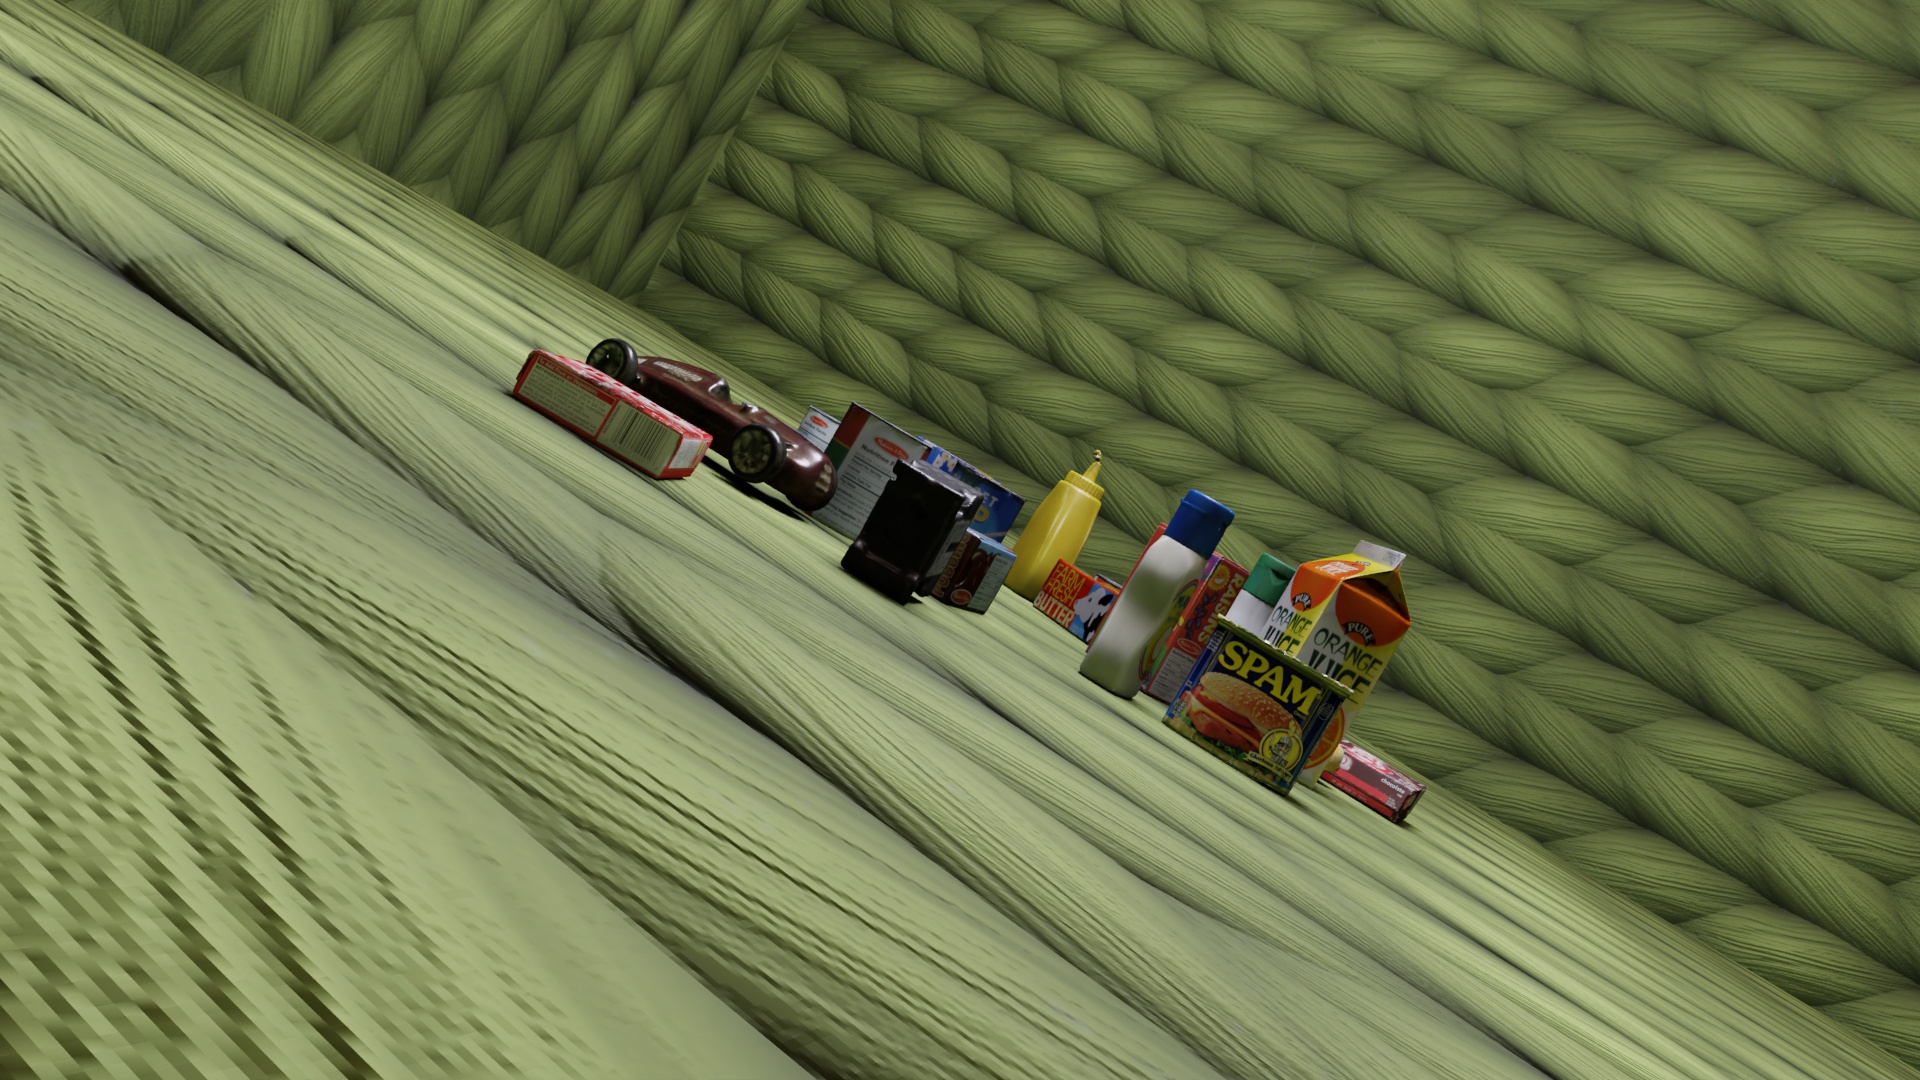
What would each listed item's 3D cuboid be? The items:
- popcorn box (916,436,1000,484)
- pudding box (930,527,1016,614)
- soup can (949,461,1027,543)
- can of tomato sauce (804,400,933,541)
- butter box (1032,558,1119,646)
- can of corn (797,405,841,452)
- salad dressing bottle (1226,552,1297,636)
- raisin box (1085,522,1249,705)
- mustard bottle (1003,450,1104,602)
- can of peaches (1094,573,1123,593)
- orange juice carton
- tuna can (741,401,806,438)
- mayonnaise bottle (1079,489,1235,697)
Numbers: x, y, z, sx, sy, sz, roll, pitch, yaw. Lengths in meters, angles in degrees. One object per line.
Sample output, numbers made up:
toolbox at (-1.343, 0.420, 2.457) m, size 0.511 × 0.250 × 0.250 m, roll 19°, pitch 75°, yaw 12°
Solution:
popcorn box at (-0.021, -0.047, 1.434) m, size 0.038 × 0.085 × 0.126 m, roll 32°, pitch 3°, yaw 34°
pudding box at (0.004, 0.018, 0.928) m, size 0.030 × 0.049 × 0.083 m, roll 31°, pitch 3°, yaw 21°
soup can at (0.004, -0.014, 1.142) m, size 0.071 × 0.083 × 0.071 m, roll 30°, pitch 3°, yaw -1°
can of tomato sauce at (-0.068, -0.046, 0.978) m, size 0.071 × 0.083 × 0.071 m, roll 30°, pitch 3°, yaw -1°
butter box at (0.109, 0.058, 1.258) m, size 0.024 × 0.053 × 0.104 m, roll 29°, pitch 3°, yaw -33°
can of corn at (-0.126, -0.086, 1.318) m, size 0.071 × 0.058 × 0.071 m, roll 30°, pitch 3°, yaw -1°
salad dressing bottle at (0.239, 0.082, 1.200) m, size 0.064 × 0.147 × 0.044 m, roll 30°, pitch 2°, yaw 0°
raisin box at (0.164, 0.057, 1.110) m, size 0.040 × 0.123 × 0.086 m, roll 29°, pitch 3°, yaw -33°
mustard bottle at (0.100, -0.016, 1.352) m, size 0.049 × 0.160 × 0.065 m, roll 29°, pitch 3°, yaw -27°
can of peaches at (0.143, 0.072, 1.294) m, size 0.071 × 0.058 × 0.071 m, roll 30°, pitch 3°, yaw -1°
orange juice carton at (0.283, 0.088, 1.093) m, size 0.073 × 0.192 × 0.072 m, roll 30°, pitch 2°, yaw -14°
tuna can at (-0.174, -0.095, 1.259) m, size 0.071 × 0.033 × 0.071 m, roll 30°, pitch 3°, yaw -1°
mayonnaise bottle at (0.137, 0.037, 0.959) m, size 0.041 × 0.148 × 0.065 m, roll 31°, pitch 3°, yaw 23°
